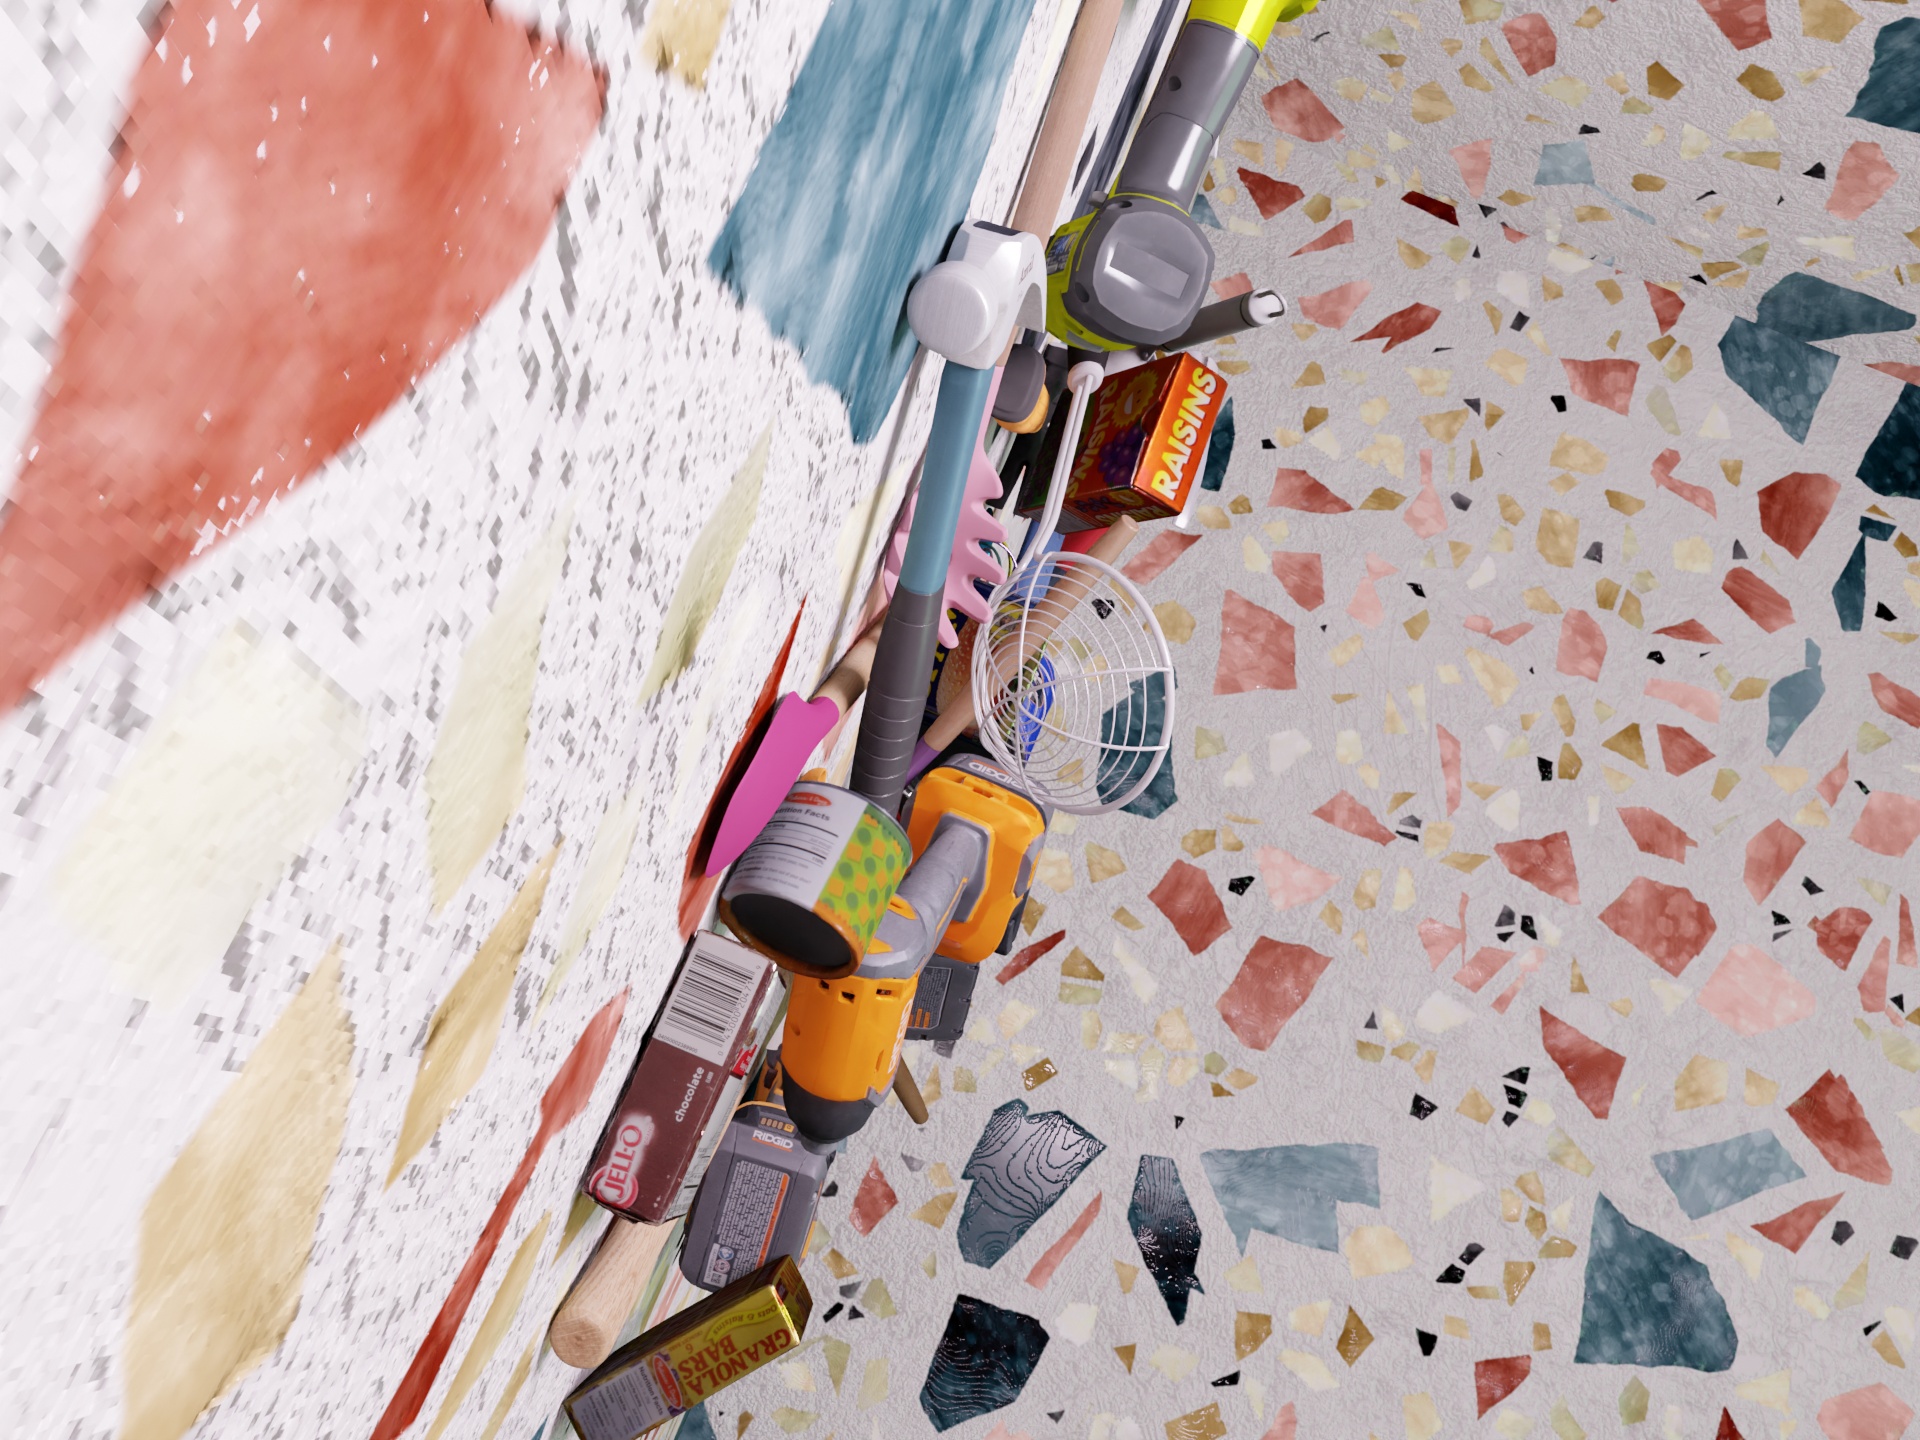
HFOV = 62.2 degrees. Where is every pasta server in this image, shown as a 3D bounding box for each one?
[{"bbox_3d":[0.025,-0.182,0.700,0.040,0.060,0.316,43,-58,46],"label":"pasta server"}]

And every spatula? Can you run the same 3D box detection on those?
[{"bbox_3d":[-0.001,-0.003,0.928,0.316,0.018,0.060,-48,-173,28],"label":"spatula"}]

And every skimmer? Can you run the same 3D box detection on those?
[{"bbox_3d":[0.077,-0.123,0.846,0.127,0.090,0.364,-30,-143,46],"label":"skimmer"}]

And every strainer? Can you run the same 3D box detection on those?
[{"bbox_3d":[0.116,-0.222,0.919,0.050,0.086,0.258,-32,-166,-15],"label":"strainer"}]

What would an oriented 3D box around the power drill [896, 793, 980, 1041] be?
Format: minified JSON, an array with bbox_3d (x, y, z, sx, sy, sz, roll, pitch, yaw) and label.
[{"bbox_3d":[-0.035,0.138,1.231,0.227,0.080,0.187,-91,-170,-48],"label":"power drill"}]

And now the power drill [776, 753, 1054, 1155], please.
[{"bbox_3d":[-0.030,0.131,0.894,0.226,0.084,0.164,-47,155,-56],"label":"power drill"}]

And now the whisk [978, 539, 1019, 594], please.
[{"bbox_3d":[-0.032,-0.012,1.039,0.245,0.051,0.047,-64,157,0],"label":"whisk"}]

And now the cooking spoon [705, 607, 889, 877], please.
[{"bbox_3d":[-0.054,-0.012,0.709,0.319,0.017,0.068,-61,174,-67],"label":"cooking spoon"}]

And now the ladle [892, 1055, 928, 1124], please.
[{"bbox_3d":[-0.050,0.207,1.101,0.319,0.062,0.078,72,3,-51],"label":"ladle"}]

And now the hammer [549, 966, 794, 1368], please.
[{"bbox_3d":[-0.128,0.198,0.823,0.331,0.031,0.130,-62,174,-64],"label":"hammer"}]

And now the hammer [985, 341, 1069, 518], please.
[{"bbox_3d":[0.040,-0.191,1.006,0.337,0.034,0.127,-53,164,-80],"label":"hammer"}]

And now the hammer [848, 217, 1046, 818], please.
[{"bbox_3d":[-0.019,-0.048,0.670,0.128,0.033,0.330,-63,170,-55],"label":"hammer"}]

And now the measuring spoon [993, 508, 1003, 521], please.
[{"bbox_3d":[0.045,-0.192,1.272,0.124,0.018,0.034,110,3,-56],"label":"measuring spoon"}]

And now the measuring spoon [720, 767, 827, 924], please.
[{"bbox_3d":[-0.087,0.055,0.729,0.117,0.011,0.021,-59,164,-54],"label":"measuring spoon"}]

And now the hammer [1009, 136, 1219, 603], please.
[{"bbox_3d":[0.104,-0.248,1.097,0.144,0.035,0.405,-36,147,-84],"label":"hammer"}]

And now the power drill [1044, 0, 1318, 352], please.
[{"bbox_3d":[0.099,-0.289,0.774,0.191,0.080,0.228,-125,-123,-75],"label":"power drill"}]

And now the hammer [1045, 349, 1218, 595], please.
[{"bbox_3d":[0.072,-0.110,1.192,0.386,0.038,0.143,-46,-155,54],"label":"hammer"}]

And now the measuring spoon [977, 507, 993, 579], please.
[{"bbox_3d":[0.010,-0.133,1.148,0.129,0.021,0.042,-85,-166,-66],"label":"measuring spoon"}]

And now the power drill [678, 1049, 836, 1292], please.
[{"bbox_3d":[-0.120,0.268,1.107,0.226,0.084,0.185,-74,-179,-74],"label":"power drill"}]
